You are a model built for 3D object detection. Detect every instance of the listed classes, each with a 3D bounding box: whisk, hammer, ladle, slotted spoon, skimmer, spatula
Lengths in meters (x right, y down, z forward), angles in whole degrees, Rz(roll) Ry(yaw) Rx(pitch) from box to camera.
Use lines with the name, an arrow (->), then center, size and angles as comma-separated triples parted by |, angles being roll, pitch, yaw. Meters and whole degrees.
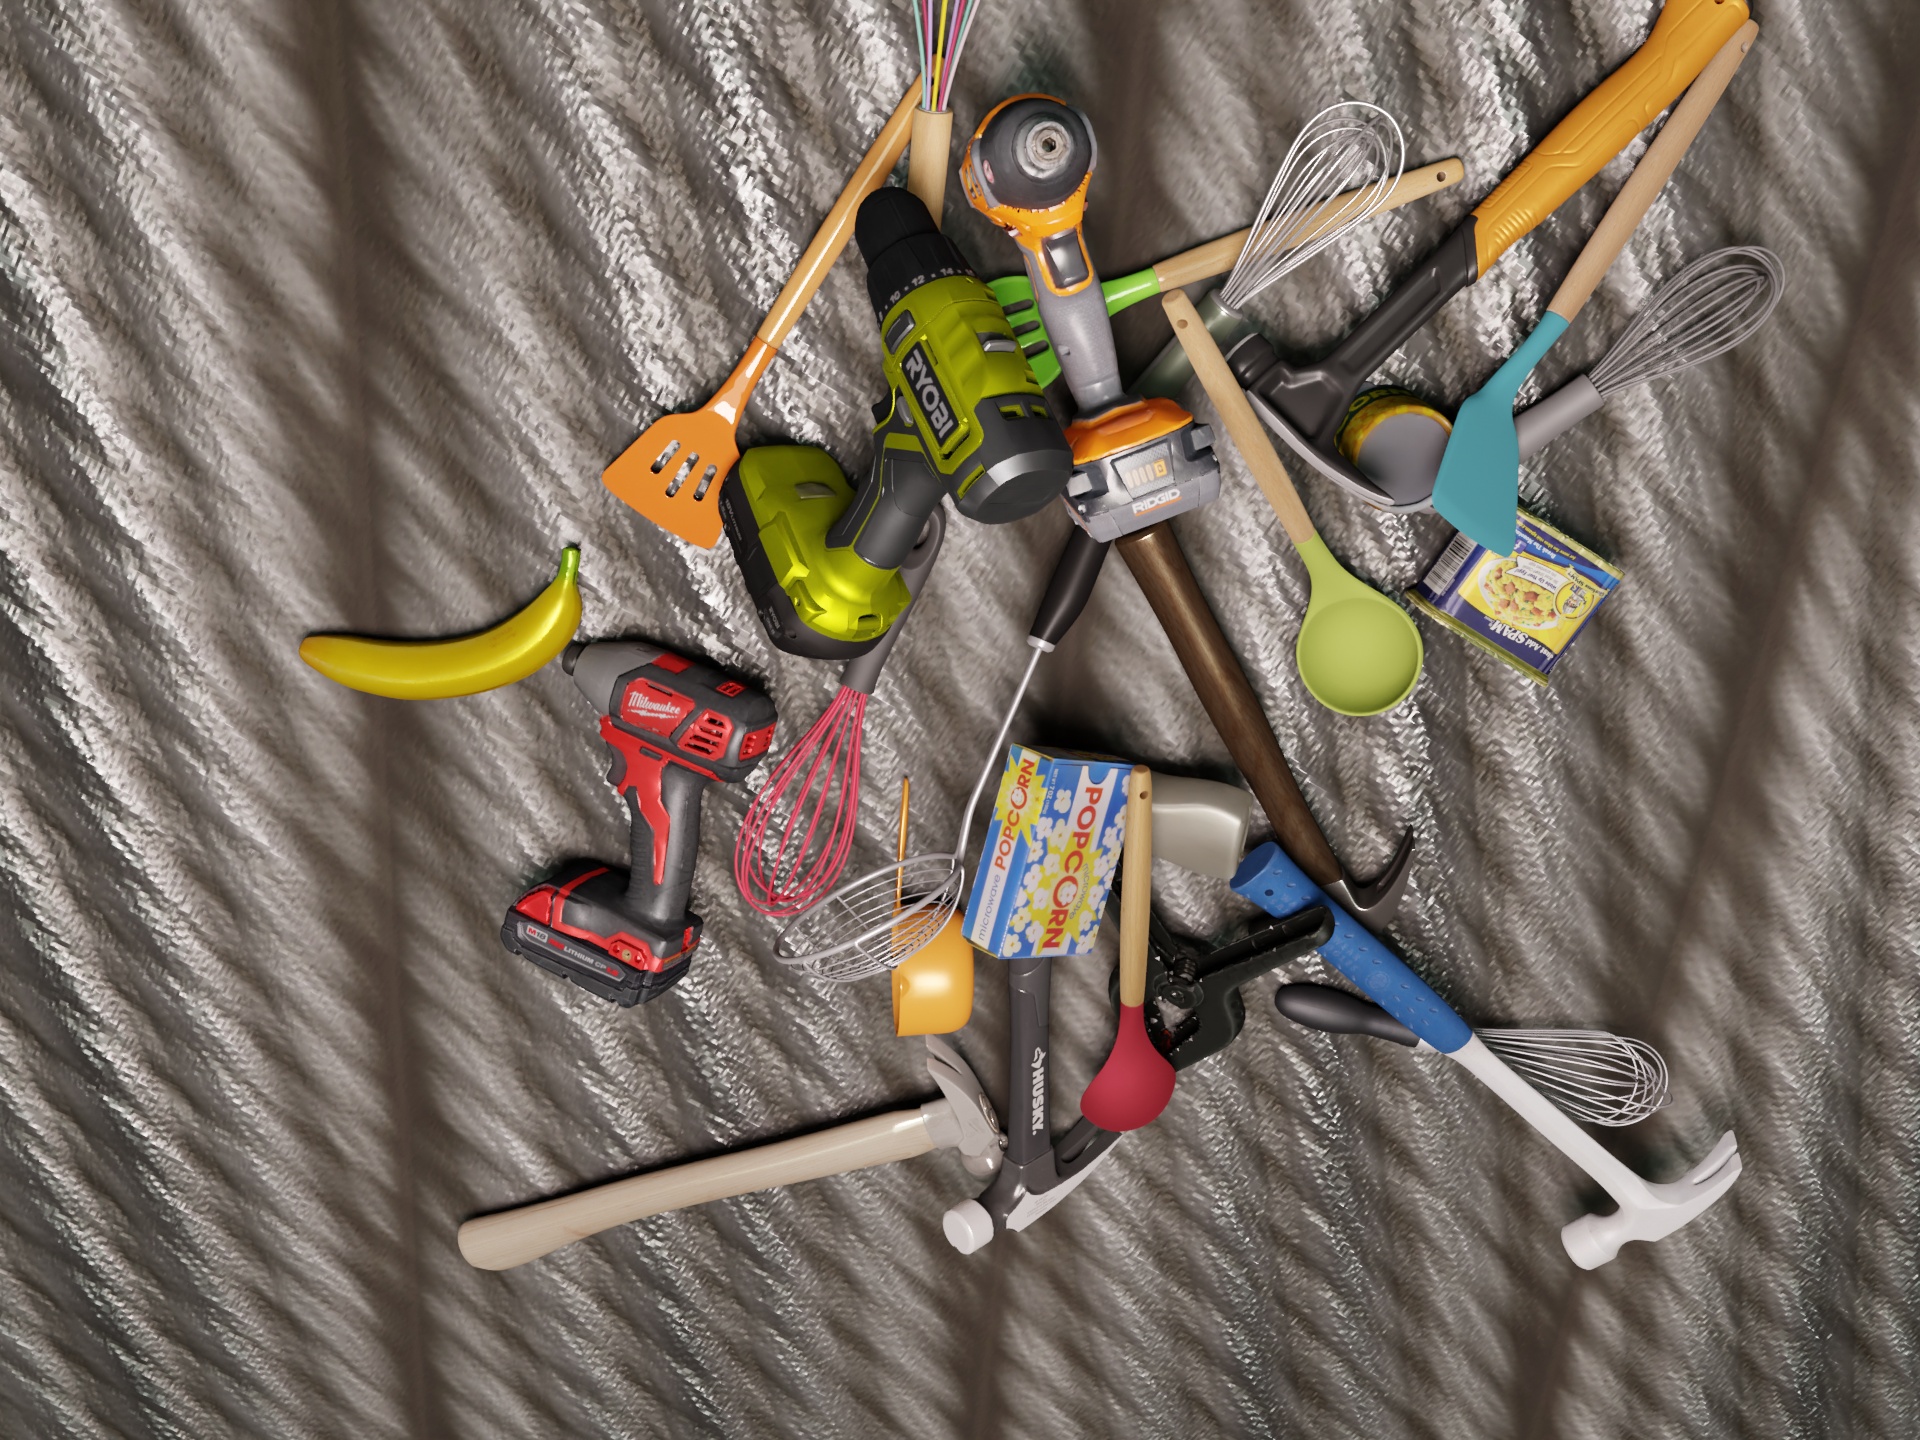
whisk -> 0.155, -0.242, 0.899 | 0.059, 0.058, 0.246 | 39, 123, -6
whisk -> -0.014, -0.351, 0.856 | 0.051, 0.047, 0.244 | -13, 131, -27
hammer -> 0.189, 0.014, 1.018 | 0.130, 0.031, 0.331 | -22, 113, 21
hammer -> 0.307, -0.273, 0.882 | 0.337, 0.034, 0.127 | -45, 80, 7
hammer -> 0.343, 0.217, 1.060 | 0.405, 0.035, 0.144 | 40, 122, -11
hammer -> -0.177, 0.324, 1.146 | 0.410, 0.038, 0.146 | -17, 131, 9
whisk -> 0.359, 0.228, 1.113 | 0.284, 0.070, 0.070 | 13, 112, 0
whisk -> -0.073, -0.004, 1.017 | 0.073, 0.073, 0.295 | 21, 104, -9
ladle -> 0.112, 0.159, 1.021 | 0.069, 0.031, 0.315 | -11, 124, -12
slotted spoon -> 0.139, -0.263, 0.924 | 0.314, 0.031, 0.070 | -19, 112, 6
skimmer -> -0.002, -0.003, 0.973 | 0.090, 0.127, 0.363 | 24, 93, -11
spatula -> 0.362, -0.248, 0.899 | 0.082, 0.044, 0.317 | 24, 102, -35
spatula -> -0.101, -0.244, 0.934 | 0.081, 0.041, 0.322 | 32, 105, -14
hammer -> 0.050, 0.188, 1.059 | 0.146, 0.035, 0.334 | -19, 119, -38
whisk -> 0.372, -0.197, 0.941 | 0.239, 0.055, 0.055 | -35, 109, 18
ladle -> 0.188, -0.116, 0.917 | 0.078, 0.062, 0.319 | -15, 136, 27

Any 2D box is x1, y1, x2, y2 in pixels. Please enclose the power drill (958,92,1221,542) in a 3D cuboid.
power drill -> 0.064, -0.214, 0.838 | 0.084, 0.164, 0.226 | -21, 104, 1

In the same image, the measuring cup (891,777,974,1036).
measuring cup -> -0.018, 0.125, 1.066 | 0.052, 0.095, 0.173 | 2, 94, -6

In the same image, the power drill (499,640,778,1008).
power drill -> -0.213, 0.059, 1.023 | 0.143, 0.078, 0.219 | 23, 107, 13

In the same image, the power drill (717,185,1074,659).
power drill -> -0.047, -0.156, 0.875 | 0.228, 0.080, 0.191 | -43, 64, 46
